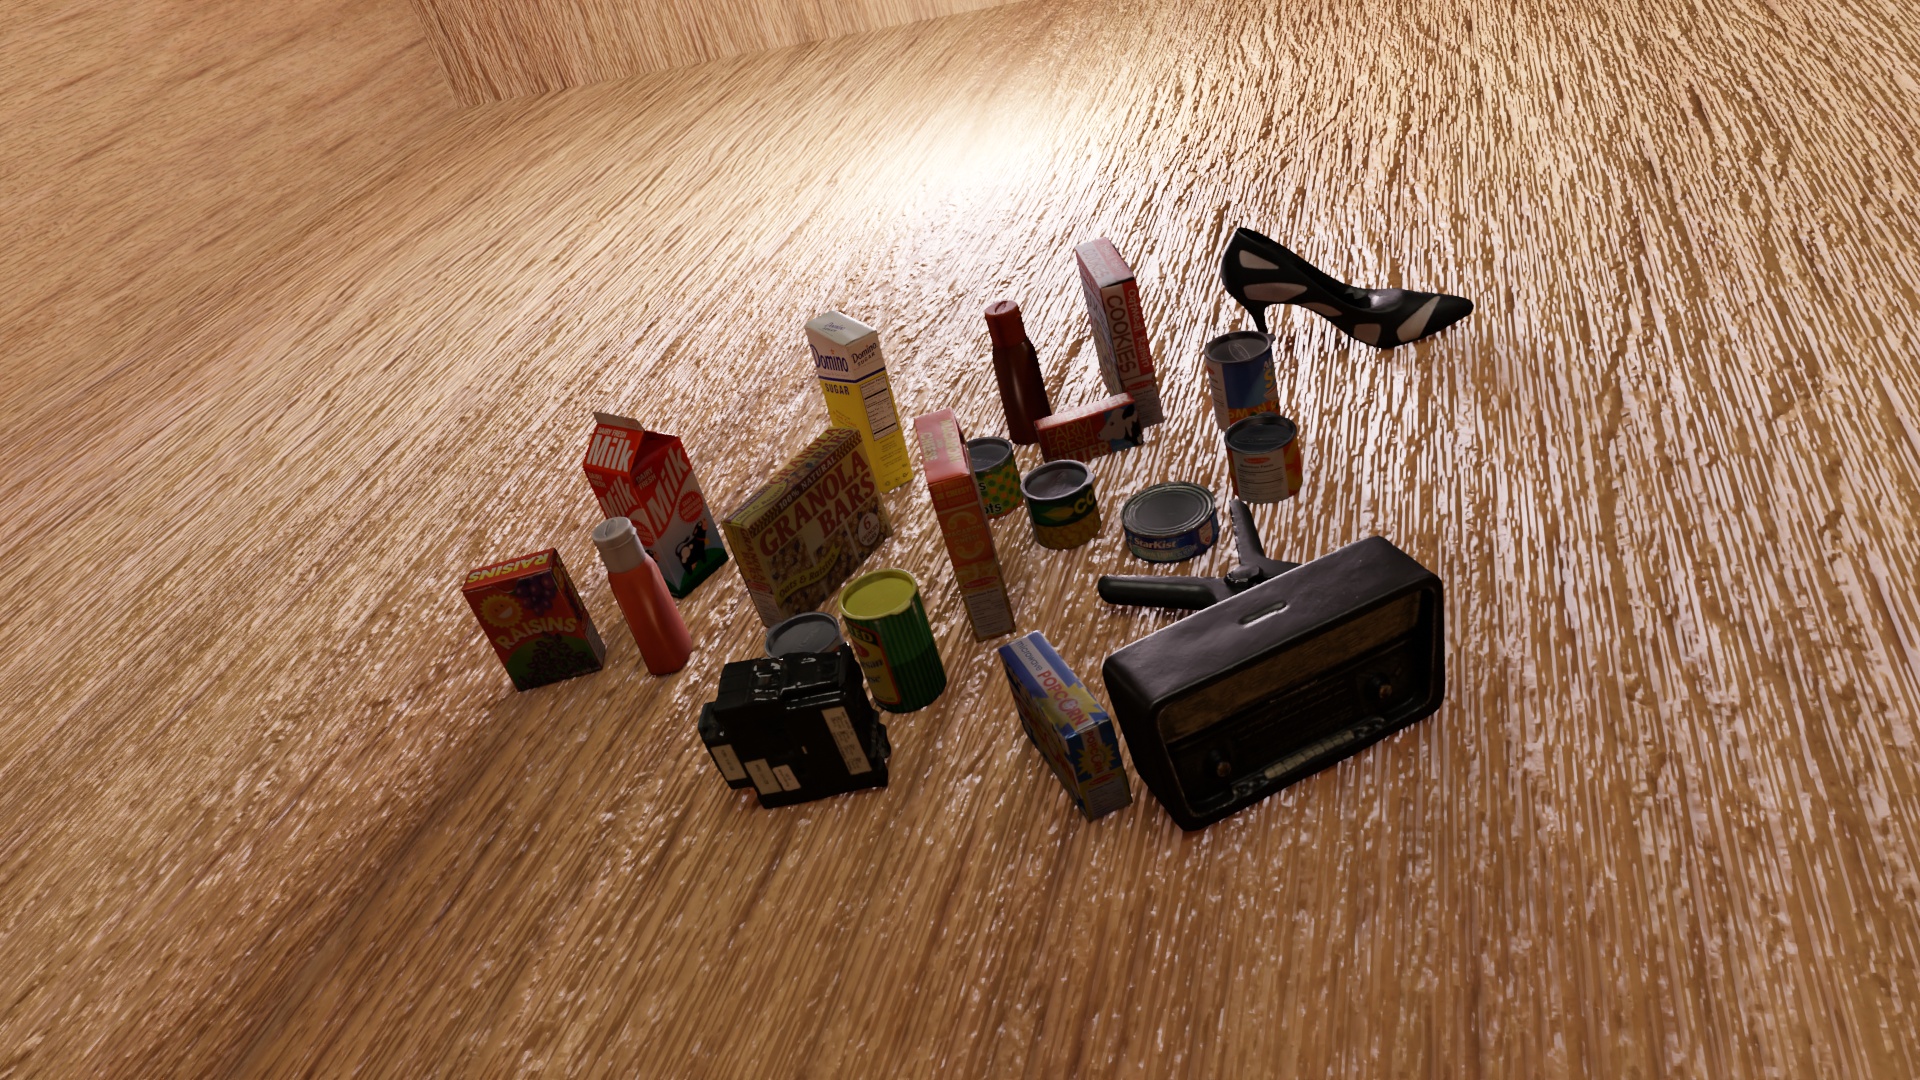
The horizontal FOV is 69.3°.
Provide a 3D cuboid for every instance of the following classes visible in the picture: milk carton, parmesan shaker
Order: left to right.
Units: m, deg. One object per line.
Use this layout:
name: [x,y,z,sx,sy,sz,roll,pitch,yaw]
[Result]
milk carton: [-0.304,-0.043,1.363,0.072,0.189,0.074,11,41,36]
parmesan shaker: [-0.053,0.084,1.141,0.071,0.102,0.072,-12,33,8]

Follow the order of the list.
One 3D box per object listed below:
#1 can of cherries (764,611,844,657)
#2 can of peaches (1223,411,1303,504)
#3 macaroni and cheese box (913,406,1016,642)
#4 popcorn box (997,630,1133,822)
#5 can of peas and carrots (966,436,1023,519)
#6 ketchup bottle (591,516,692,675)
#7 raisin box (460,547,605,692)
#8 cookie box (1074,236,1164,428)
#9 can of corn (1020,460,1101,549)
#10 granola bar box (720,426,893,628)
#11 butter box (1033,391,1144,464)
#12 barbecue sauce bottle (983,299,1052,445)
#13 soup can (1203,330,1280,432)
can of cherries: [-0.129,0.103,1.188,0.071,0.058,0.072,-12,33,8]
can of peaches: [0.279,-0.076,1.276,0.071,0.057,0.071,-12,33,8]
macaroni and cheese box: [0.004,-0.015,1.206,0.040,0.165,0.124,-16,32,2]
popcorn box: [0.076,0.134,1.024,0.038,0.084,0.127,-23,33,-10]
can of peas and carrots: [0.024,-0.060,1.365,0.071,0.058,0.071,-12,33,8]
ketchup bottle: [-0.288,0.048,1.258,0.043,0.148,0.065,-14,32,4]
raisin box: [-0.394,0.075,1.289,0.086,0.122,0.040,-15,32,3]
cookie box: [0.164,-0.215,1.435,0.040,0.166,0.123,-17,32,0]
can of corn: [0.097,-0.033,1.292,0.071,0.058,0.071,-12,33,8]
granola bar box: [-0.141,-0.012,1.306,0.039,0.123,0.166,10,41,35]
butter box: [0.130,-0.109,1.397,0.103,0.053,0.024,-17,32,-1]
barbecue sauce bottle: [0.059,-0.176,1.441,0.043,0.147,0.065,0,36,24]
soup can: [0.282,-0.156,1.372,0.071,0.083,0.072,-12,33,8]
